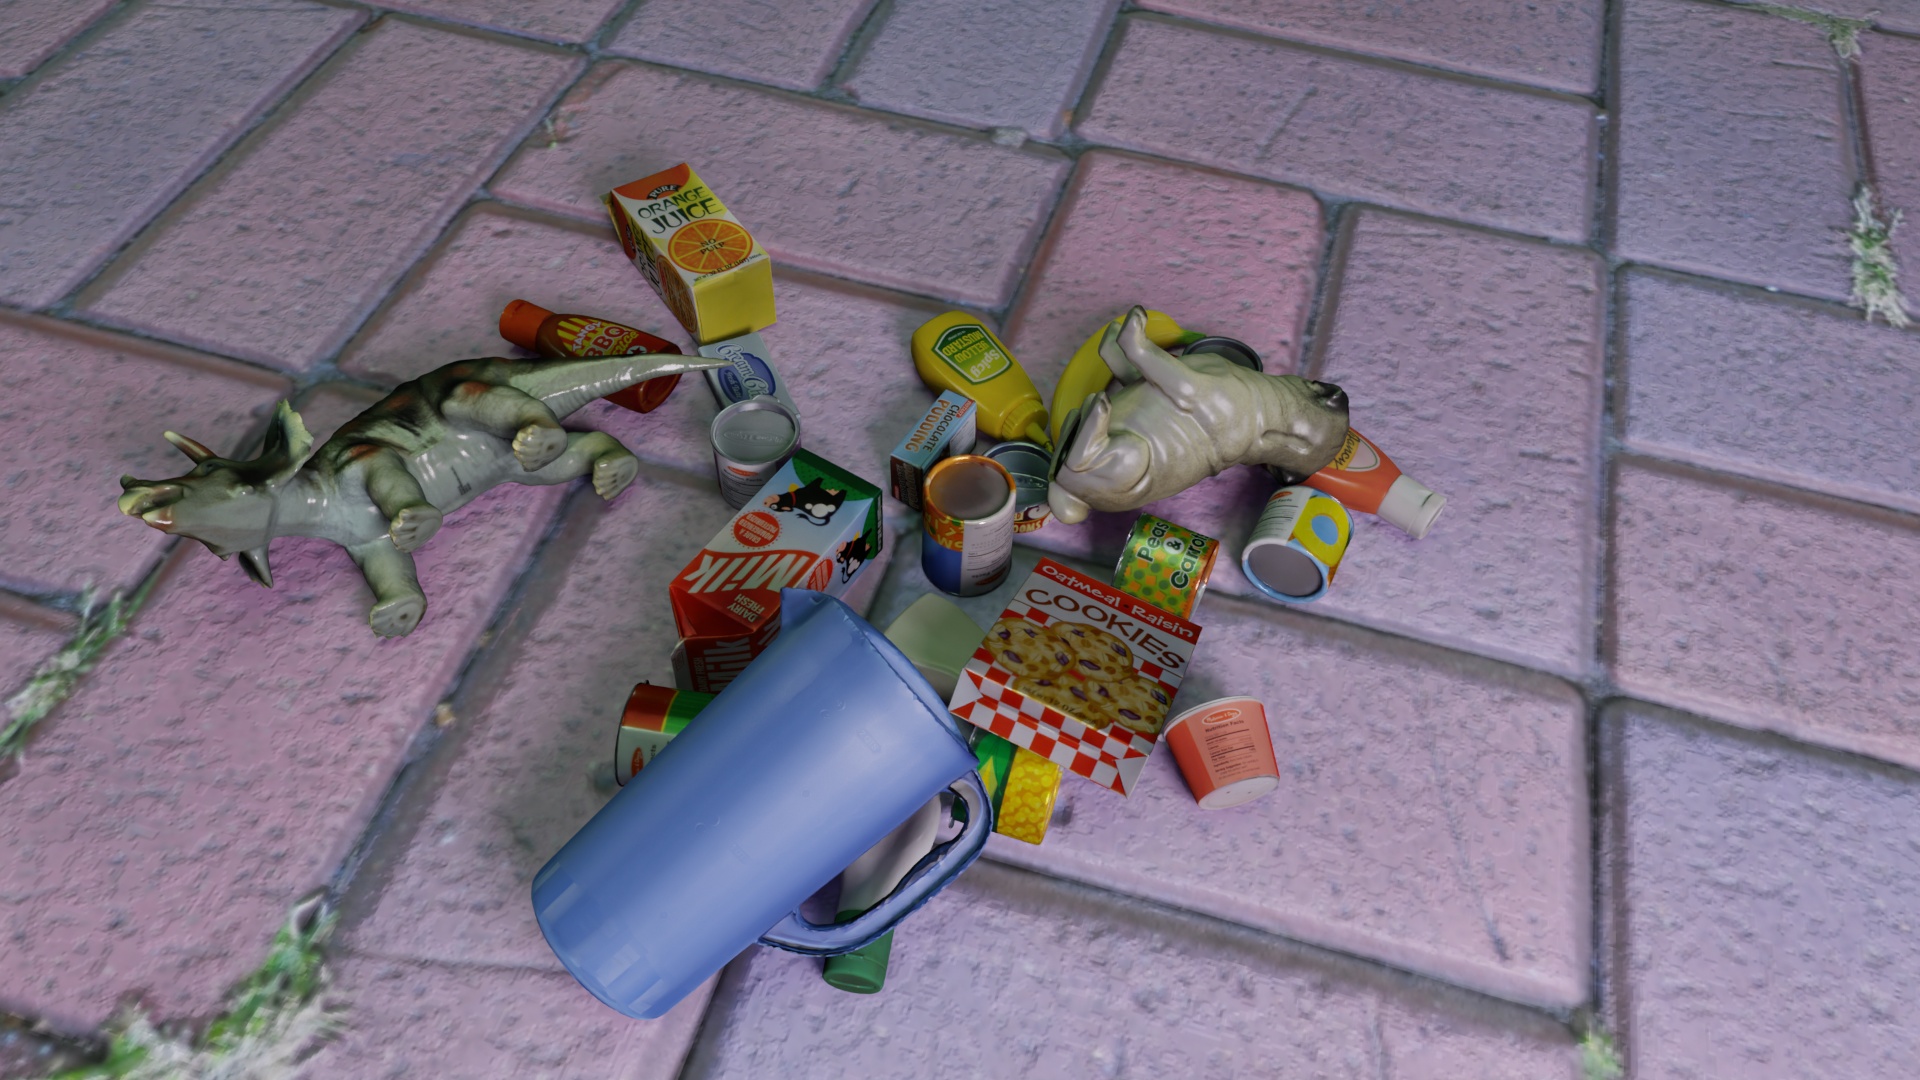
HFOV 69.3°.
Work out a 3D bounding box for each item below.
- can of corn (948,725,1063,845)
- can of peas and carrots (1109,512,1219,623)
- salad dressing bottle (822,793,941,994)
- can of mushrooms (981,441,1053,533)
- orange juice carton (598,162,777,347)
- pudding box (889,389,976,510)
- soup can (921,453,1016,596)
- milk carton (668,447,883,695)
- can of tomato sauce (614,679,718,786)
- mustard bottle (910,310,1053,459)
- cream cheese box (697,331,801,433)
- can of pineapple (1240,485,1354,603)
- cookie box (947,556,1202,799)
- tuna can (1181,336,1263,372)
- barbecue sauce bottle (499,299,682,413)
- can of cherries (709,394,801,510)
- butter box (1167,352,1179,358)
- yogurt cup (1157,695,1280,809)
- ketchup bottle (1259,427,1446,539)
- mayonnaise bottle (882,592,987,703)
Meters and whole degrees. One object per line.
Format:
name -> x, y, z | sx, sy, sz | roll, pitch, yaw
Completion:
can of corn -> 0.030, 0.154, 0.869 | 0.058, 0.070, 0.071 | 15, 52, 9
can of peas and carrots -> 0.144, 0.019, 0.978 | 0.059, 0.070, 0.071 | 22, 54, 14
salad dressing bottle -> -0.051, 0.198, 0.845 | 0.064, 0.043, 0.148 | 9, 53, 4
can of mushrooms -> 0.042, -0.038, 1.044 | 0.071, 0.033, 0.071 | 2, 51, -2
orange juice carton -> -0.235, -0.253, 1.179 | 0.072, 0.072, 0.193 | -27, 57, -21
pudding box -> -0.020, -0.069, 1.056 | 0.030, 0.049, 0.084 | 25, 54, 18
soup can -> 0.004, -0.012, 0.989 | 0.071, 0.083, 0.072 | 1, 51, -1
milk carton -> -0.135, 0.031, 0.956 | 0.073, 0.072, 0.191 | 27, 55, 18
can of tomato sauce -> -0.168, 0.127, 0.881 | 0.083, 0.070, 0.071 | 8, 51, 3
mustard bottle -> 0.026, -0.118, 1.097 | 0.065, 0.048, 0.160 | -32, 59, -20
cream cheese box -> -0.169, -0.120, 1.106 | 0.053, 0.024, 0.104 | -18, 54, -16
can of pineapple -> 0.243, 0.005, 0.998 | 0.071, 0.070, 0.058 | 24, 55, 16
cookie box -> 0.079, 0.083, 0.900 | 0.123, 0.040, 0.168 | 25, 30, 10
tuna can -> 0.207, -0.130, 1.125 | 0.071, 0.032, 0.071 | 1, 51, -1
barbecue sauce bottle -> -0.300, -0.153, 1.115 | 0.149, 0.043, 0.065 | 23, 55, 16
can of cherries -> -0.150, -0.065, 1.041 | 0.071, 0.058, 0.072 | 1, 51, -1
butter box -> 0.155, -0.093, 1.076 | 0.053, 0.024, 0.104 | 20, 76, 13
yogurt cup -> 0.170, 0.137, 0.890 | 0.072, 0.072, 0.054 | -10, 61, -10
ketchup bottle -> 0.295, -0.054, 1.061 | 0.149, 0.043, 0.065 | 34, 61, 22
mayonnaise bottle -> 0.018, 0.095, 0.931 | 0.148, 0.041, 0.065 | 33, 50, 20
